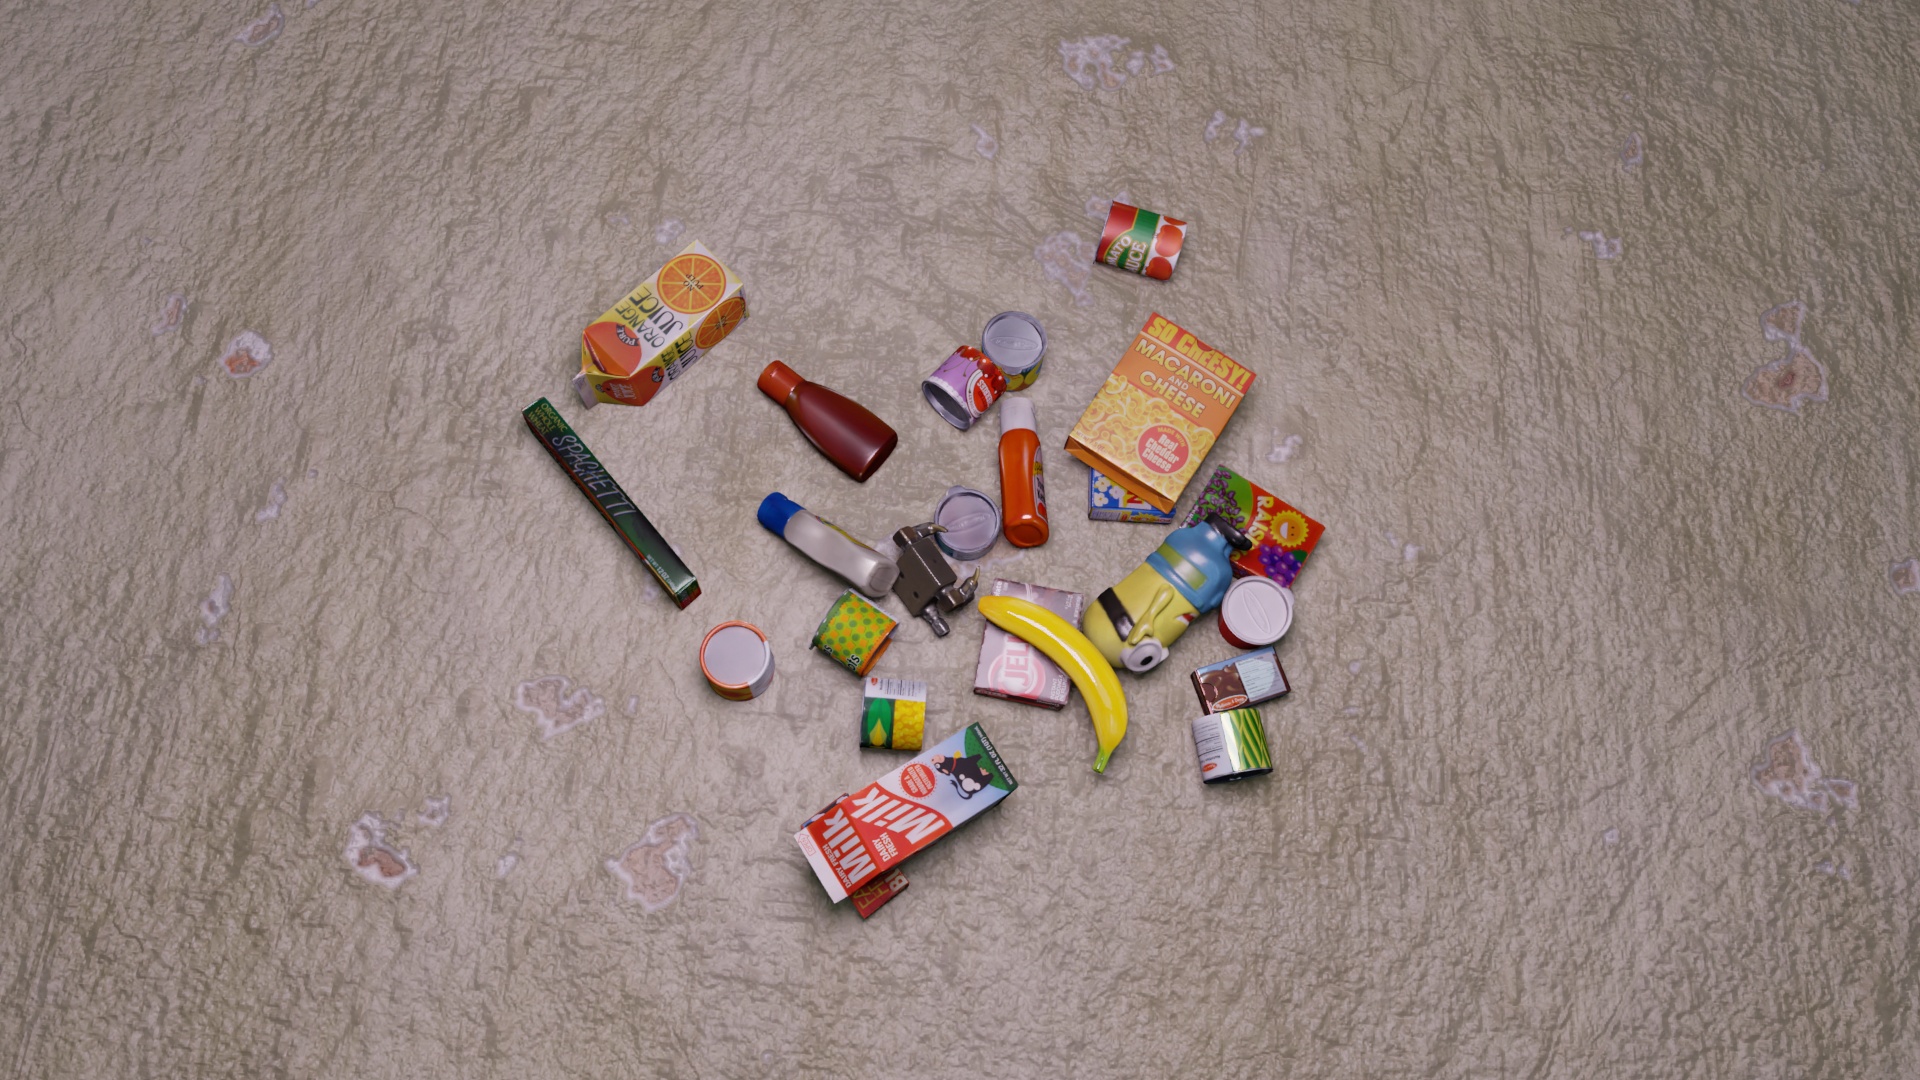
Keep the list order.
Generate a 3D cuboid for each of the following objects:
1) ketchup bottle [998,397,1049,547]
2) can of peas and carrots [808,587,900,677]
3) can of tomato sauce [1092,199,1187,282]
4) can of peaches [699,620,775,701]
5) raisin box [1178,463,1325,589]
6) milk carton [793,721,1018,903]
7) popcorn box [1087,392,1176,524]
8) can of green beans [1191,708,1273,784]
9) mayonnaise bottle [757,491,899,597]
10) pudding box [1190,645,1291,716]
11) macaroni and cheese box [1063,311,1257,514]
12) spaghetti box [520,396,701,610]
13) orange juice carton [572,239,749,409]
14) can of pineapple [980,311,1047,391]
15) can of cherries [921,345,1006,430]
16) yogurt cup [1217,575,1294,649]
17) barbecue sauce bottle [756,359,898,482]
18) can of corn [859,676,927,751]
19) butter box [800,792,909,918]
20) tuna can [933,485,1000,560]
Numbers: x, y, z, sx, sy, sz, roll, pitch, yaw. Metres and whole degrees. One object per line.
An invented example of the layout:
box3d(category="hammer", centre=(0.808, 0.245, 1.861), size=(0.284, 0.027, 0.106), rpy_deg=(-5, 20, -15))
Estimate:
box3d(category="ketchup bottle", centre=(0.060, -0.071, 1.383), size=(0.043, 0.064, 0.149), rpy_deg=(-9, 63, 12))
box3d(category="can of peas and carrots", centre=(-0.100, 0.089, 1.315), size=(0.059, 0.070, 0.071), rpy_deg=(33, 73, 7))
box3d(category="can of tomato sauce", centre=(0.190, -0.315, 1.468), size=(0.083, 0.071, 0.071), rpy_deg=(17, 72, 2))
box3d(category="can of peaches", centre=(-0.212, 0.113, 1.304), size=(0.071, 0.058, 0.071), rpy_deg=(1, 72, -3))
box3d(category="raisin box", centre=(0.287, -0.007, 1.384), size=(0.123, 0.040, 0.086), rpy_deg=(32, 72, 8))
box3d(category="milk carton", centre=(-0.050, 0.245, 1.241), size=(0.191, 0.073, 0.072), rpy_deg=(-28, 76, -25))
box3d(category="popcorn box", centre=(0.174, -0.082, 1.403), size=(0.085, 0.038, 0.127), rpy_deg=(4, 71, -1))
box3d(category="can of green beans", centre=(0.254, 0.193, 1.300), size=(0.071, 0.071, 0.058), rpy_deg=(-8, 72, -6))
box3d(category="mayonnaise bottle", centre=(-0.131, 0.002, 1.337), size=(0.148, 0.064, 0.041), rpy_deg=(32, 91, 24))
box3d(category="pudding box", centre=(0.269, 0.137, 1.339), size=(0.084, 0.030, 0.050), rpy_deg=(-17, 74, -9))
box3d(category="macaroni and cheese box", centre=(0.199, -0.128, 1.378), size=(0.124, 0.040, 0.167), rpy_deg=(33, 72, 6))
box3d(category="spaghetti box", centre=(-0.340, -0.038, 1.352), size=(0.029, 0.050, 0.250), rpy_deg=(-39, 77, -16))
box3d(category="orange juice carton", centre=(-0.309, -0.206, 1.399), size=(0.073, 0.071, 0.193), rpy_deg=(43, 74, 11))
box3d(category="can of pineapple", centre=(0.052, -0.191, 1.422), size=(0.071, 0.057, 0.071), rpy_deg=(1, 71, -3))
box3d(category="can of cherries", centre=(0.006, -0.154, 1.401), size=(0.071, 0.071, 0.058), rpy_deg=(42, 73, 10))
box3d(category="yogurt cup", centre=(0.282, 0.074, 1.349), size=(0.072, 0.053, 0.072), rpy_deg=(1, 71, -3))
box3d(category="barbecue sauce bottle", centre=(-0.137, -0.125, 1.397), size=(0.148, 0.043, 0.065), rpy_deg=(37, 73, 10))
box3d(category="can of corn", centre=(-0.063, 0.164, 1.293), size=(0.058, 0.071, 0.071), rpy_deg=(5, 71, -2))
box3d(category="butter box", centre=(-0.096, 0.288, 1.269), size=(0.053, 0.024, 0.103), rpy_deg=(-34, 77, -14))
box3d(category="tuna can", centre=(0.005, -0.017, 1.374), size=(0.071, 0.032, 0.071), rpy_deg=(1, 71, -3))
